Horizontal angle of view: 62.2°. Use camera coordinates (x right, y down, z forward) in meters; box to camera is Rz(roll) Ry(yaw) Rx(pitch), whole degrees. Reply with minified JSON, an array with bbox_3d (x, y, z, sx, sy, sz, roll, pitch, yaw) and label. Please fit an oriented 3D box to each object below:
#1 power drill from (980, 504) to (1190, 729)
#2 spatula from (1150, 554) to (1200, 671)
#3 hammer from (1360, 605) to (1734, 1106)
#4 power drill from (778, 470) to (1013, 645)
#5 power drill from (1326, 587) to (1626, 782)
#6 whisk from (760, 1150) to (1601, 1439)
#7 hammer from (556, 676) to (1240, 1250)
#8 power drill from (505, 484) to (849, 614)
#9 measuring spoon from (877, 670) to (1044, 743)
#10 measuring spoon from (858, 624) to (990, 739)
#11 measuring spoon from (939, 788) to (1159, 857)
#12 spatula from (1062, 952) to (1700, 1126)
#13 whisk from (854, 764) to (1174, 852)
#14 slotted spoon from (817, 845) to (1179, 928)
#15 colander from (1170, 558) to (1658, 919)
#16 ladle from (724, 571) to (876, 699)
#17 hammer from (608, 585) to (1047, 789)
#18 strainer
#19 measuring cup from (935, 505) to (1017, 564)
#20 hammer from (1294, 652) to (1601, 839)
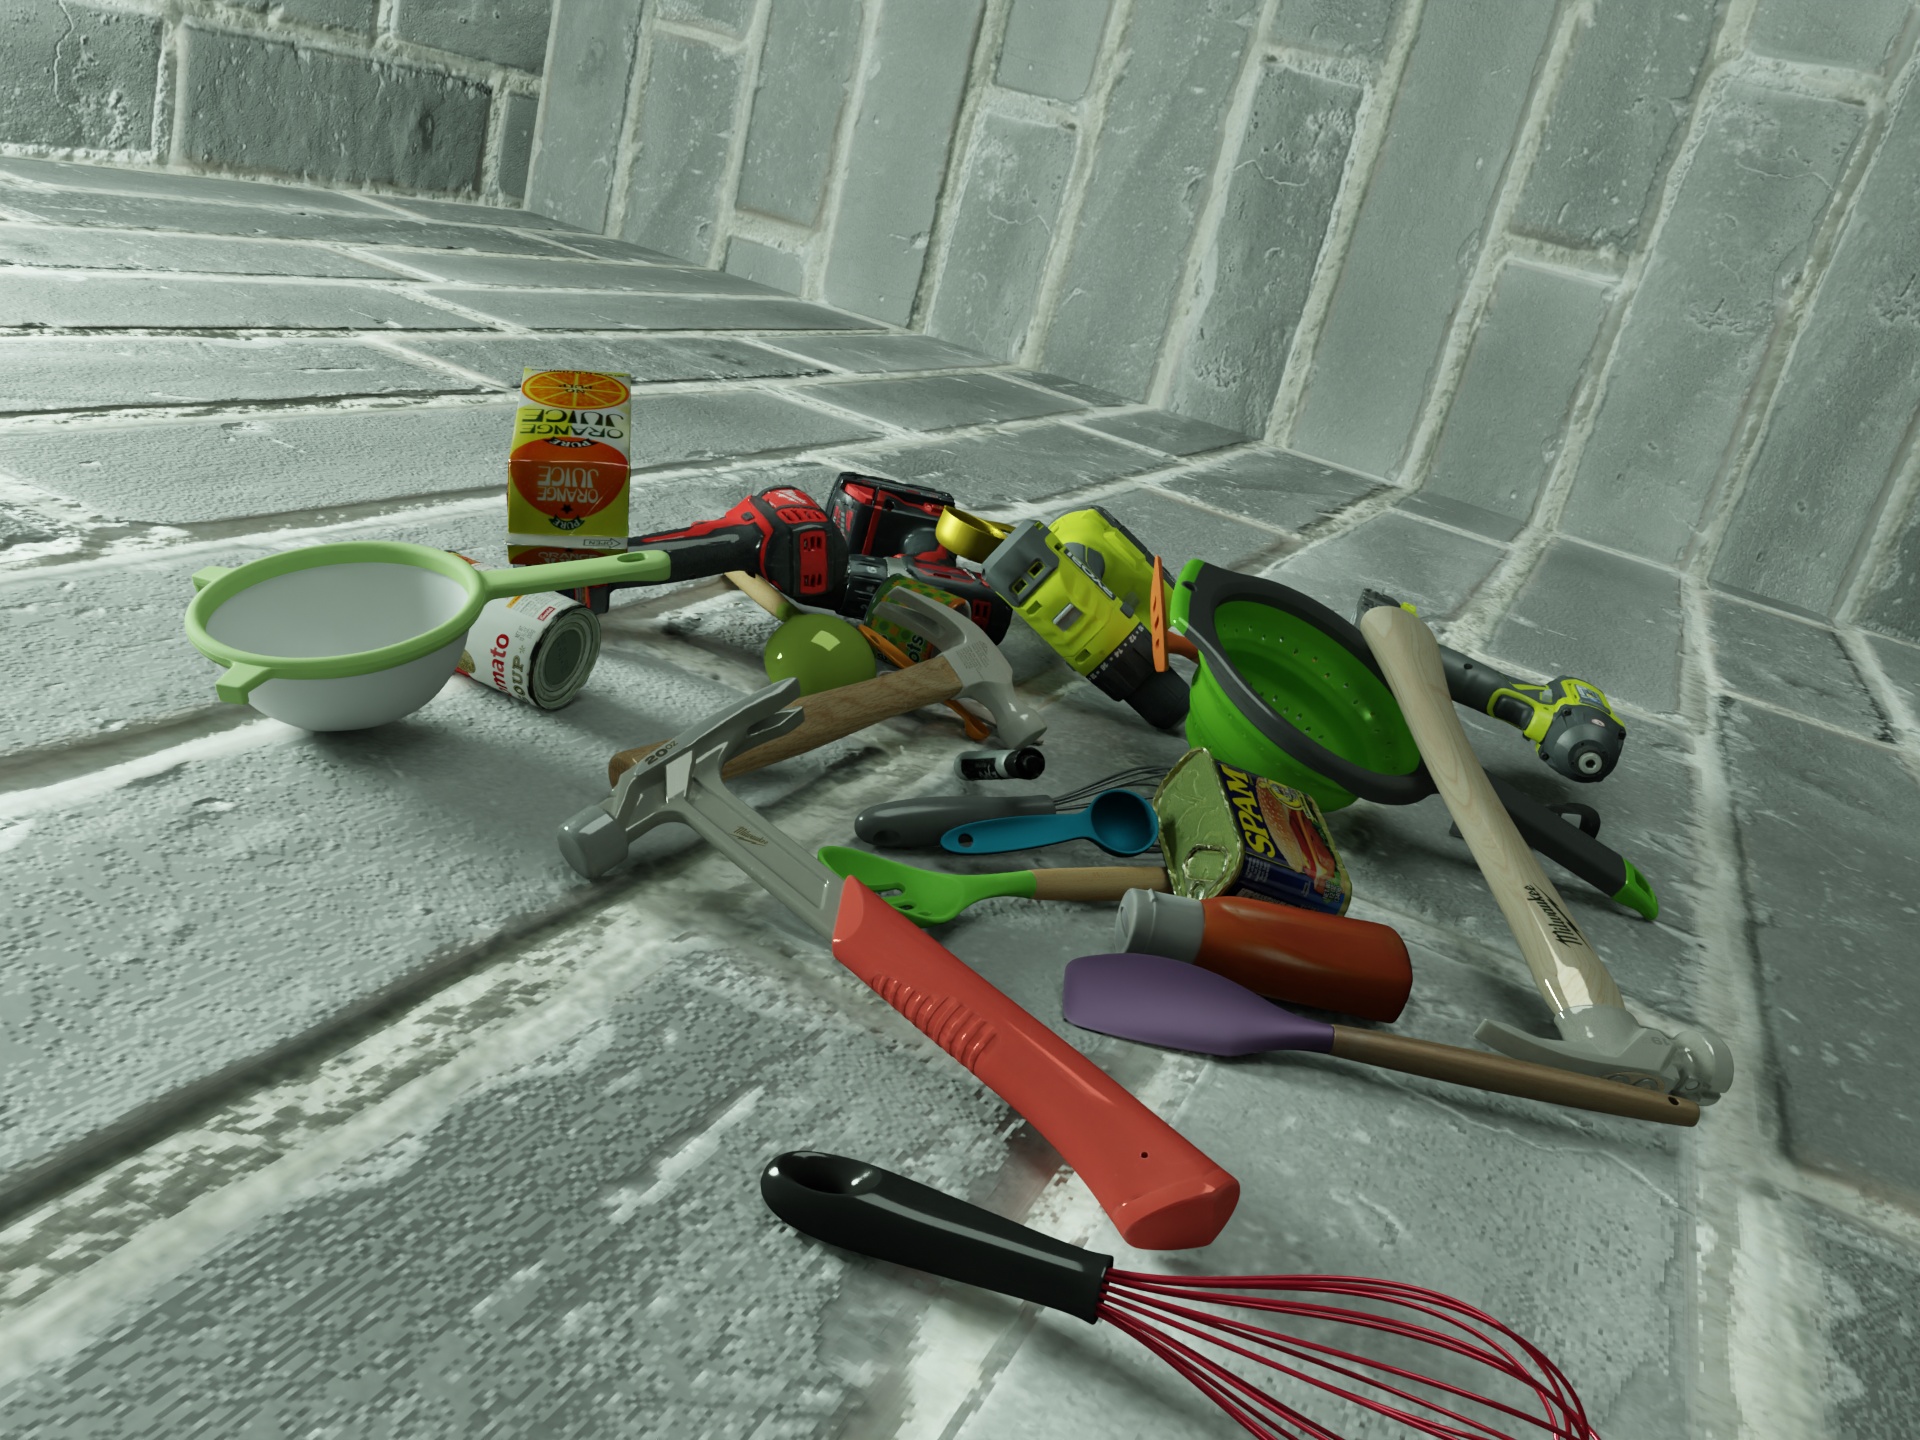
[{"bbox_3d":[0.117,-0.088,1.273,0.190,0.080,0.228,44,19,-2],"label":"power drill"},{"bbox_3d":[0.194,-0.051,1.216,0.041,0.081,0.322,-8,-12,28],"label":"spatula"},{"bbox_3d":[0.307,0.056,0.961,0.146,0.038,0.411,10,36,-14],"label":"hammer"},{"bbox_3d":[-0.067,-0.134,1.322,0.187,0.080,0.227,9,23,-16],"label":"power drill"},{"bbox_3d":[0.409,-0.022,1.259,0.223,0.080,0.171,23,19,9],"label":"power drill"},{"bbox_3d":[0.066,0.198,0.535,0.296,0.073,0.073,14,18,17],"label":"whisk"},{"bbox_3d":[-0.021,0.101,0.705,0.149,0.036,0.359,-34,50,-30],"label":"hammer"},{"bbox_3d":[-0.201,-0.126,1.121,0.219,0.078,0.143,-7,26,-19],"label":"power drill"},{"bbox_3d":[-0.002,-0.004,1.105,0.124,0.018,0.034,22,20,-1],"label":"measuring spoon"},{"bbox_3d":[-0.027,-0.025,1.083,0.117,0.011,0.021,41,20,4],"label":"measuring spoon"},{"bbox_3d":[0.049,0.066,0.898,0.128,0.021,0.042,-5,59,-15],"label":"measuring spoon"},{"bbox_3d":[0.205,0.159,0.775,0.316,0.018,0.060,12,37,-1],"label":"spatula"},{"bbox_3d":[0.047,0.056,0.930,0.239,0.055,0.055,-2,25,-27],"label":"whisk"},{"bbox_3d":[0.059,0.091,0.866,0.313,0.031,0.070,3,23,-35],"label":"slotted spoon"},{"bbox_3d":[0.291,0.045,1.091,0.397,0.094,0.205,32,33,-4],"label":"colander"},{"bbox_3d":[-0.139,-0.074,1.170,0.078,0.062,0.320,9,13,-26],"label":"ladle"},{"bbox_3d":[-0.079,-0.005,0.966,0.331,0.031,0.130,-20,72,-50],"label":"hammer"},{"bbox_3d":[-0.284,-0.047,0.879,0.256,0.069,0.152,-11,33,-25],"label":"strainer"},{"bbox_3d":[0.025,-0.148,1.312,0.062,0.029,0.156,31,14,17],"label":"measuring cup"},{"bbox_3d":[0.359,0.011,1.291,0.127,0.034,0.337,7,21,-24],"label":"hammer"}]
